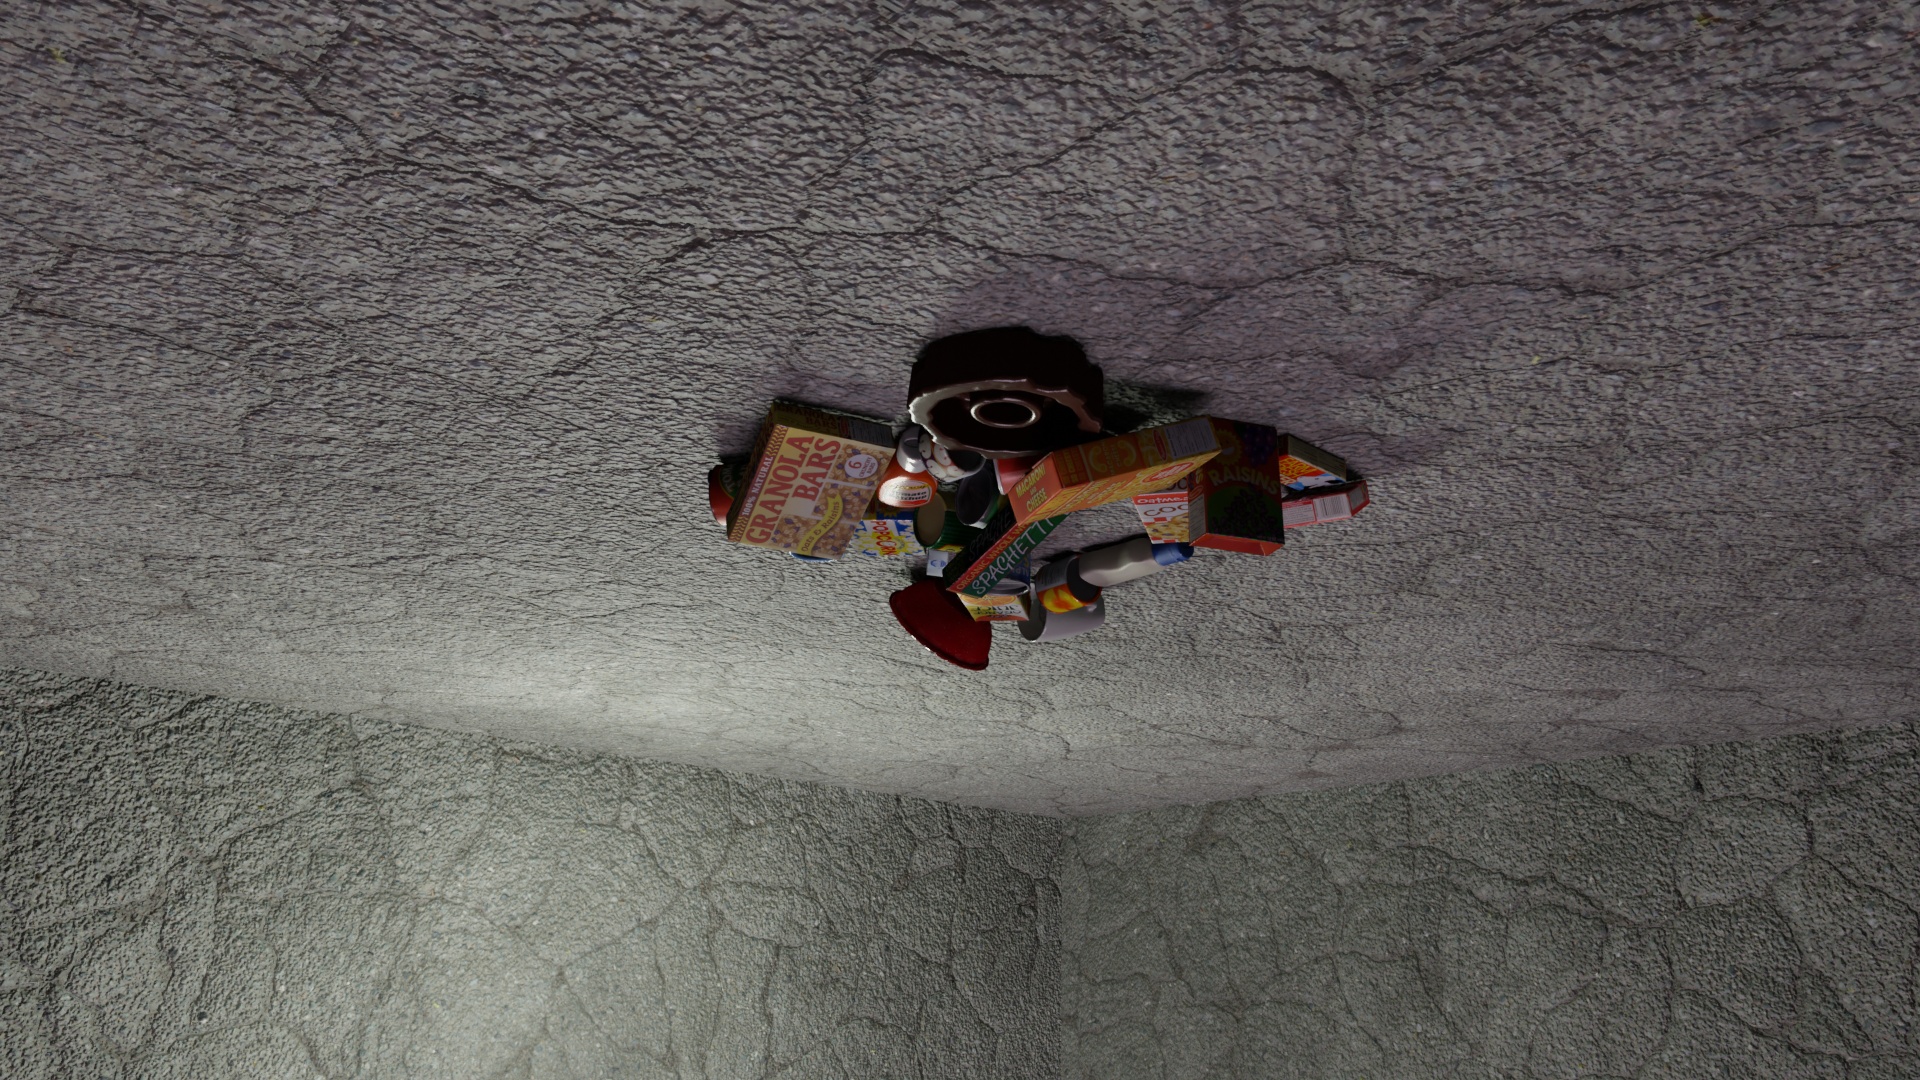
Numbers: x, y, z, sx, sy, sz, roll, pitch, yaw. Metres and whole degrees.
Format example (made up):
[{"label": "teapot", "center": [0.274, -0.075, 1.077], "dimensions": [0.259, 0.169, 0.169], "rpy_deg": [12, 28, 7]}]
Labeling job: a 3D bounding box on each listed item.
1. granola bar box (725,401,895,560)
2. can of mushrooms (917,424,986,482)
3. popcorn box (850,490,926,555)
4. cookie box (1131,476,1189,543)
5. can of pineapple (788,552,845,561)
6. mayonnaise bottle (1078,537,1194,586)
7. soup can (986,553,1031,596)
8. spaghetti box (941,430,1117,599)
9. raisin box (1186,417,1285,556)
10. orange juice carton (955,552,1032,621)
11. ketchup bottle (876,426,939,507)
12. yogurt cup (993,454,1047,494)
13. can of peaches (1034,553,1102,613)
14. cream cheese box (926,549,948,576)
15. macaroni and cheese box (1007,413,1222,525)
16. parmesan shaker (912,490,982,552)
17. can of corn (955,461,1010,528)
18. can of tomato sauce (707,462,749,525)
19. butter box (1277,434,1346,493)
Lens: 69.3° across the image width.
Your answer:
[{"label": "granola bar box", "center": [-0.152, -0.057, 1.389], "dimensions": [0.124, 0.039, 0.164], "rpy_deg": [10, 133, -22]}, {"label": "can of mushrooms", "center": [-0.009, -0.093, 1.334], "dimensions": [0.033, 0.071, 0.071], "rpy_deg": [-16, 154, 43]}, {"label": "popcorn box", "center": [-0.086, -0.019, 1.599], "dimensions": [0.085, 0.038, 0.126], "rpy_deg": [-1, 161, 4]}, {"label": "cookie box", "center": [0.256, -0.043, 1.499], "dimensions": [0.123, 0.040, 0.167], "rpy_deg": [-4, 162, 15]}, {"label": "can of pineapple", "center": [-0.164, -0.011, 1.599], "dimensions": [0.071, 0.058, 0.070], "rpy_deg": [1, 161, 1]}, {"label": "mayonnaise bottle", "center": [0.216, 0.021, 1.691], "dimensions": [0.065, 0.041, 0.147], "rpy_deg": [16, 156, -40]}, {"label": "soup can", "center": [0.050, 0.015, 1.619], "dimensions": [0.071, 0.084, 0.071], "rpy_deg": [1, 161, 1]}, {"label": "spaghetti box", "center": [0.073, -0.025, 1.431], "dimensions": [0.050, 0.029, 0.249], "rpy_deg": [17, 131, -37]}, {"label": "raisin box", "center": [0.264, -0.052, 1.338], "dimensions": [0.086, 0.124, 0.040], "rpy_deg": [7, 158, -16]}, {"label": "orange juice carton", "center": [0.045, 0.054, 1.750], "dimensions": [0.072, 0.073, 0.192], "rpy_deg": [-2, 161, 10]}, {"label": "ketchup bottle", "center": [-0.050, -0.075, 1.414], "dimensions": [0.065, 0.043, 0.148], "rpy_deg": [2, 164, -7]}, {"label": "yogurt cup", "center": [0.061, -0.082, 1.363], "dimensions": [0.054, 0.072, 0.072], "rpy_deg": [-9, 160, 7]}, {"label": "can of peaches", "center": [0.139, 0.056, 1.758], "dimensions": [0.071, 0.071, 0.058], "rpy_deg": [15, 156, -34]}, {"label": "cream cheese box", "center": [-0.026, 0.003, 1.636], "dimensions": [0.024, 0.053, 0.103], "rpy_deg": [4, 161, -2]}, {"label": "macaroni and cheese box", "center": [0.141, -0.066, 1.298], "dimensions": [0.167, 0.040, 0.123], "rpy_deg": [-14, 169, -20]}, {"label": "parmesan shaker", "center": [0.005, -0.019, 1.535], "dimensions": [0.103, 0.071, 0.071], "rpy_deg": [7, 161, -35]}, {"label": "can of corn", "center": [0.038, -0.045, 1.475], "dimensions": [0.058, 0.071, 0.071], "rpy_deg": [14, 158, -34]}, {"label": "can of tomato sauce", "center": [-0.216, -0.053, 1.472], "dimensions": [0.083, 0.071, 0.071], "rpy_deg": [-4, 160, 14]}, {"label": "butter box", "center": [0.342, -0.077, 1.413], "dimensions": [0.103, 0.024, 0.053], "rpy_deg": [17, 155, -39]}]
